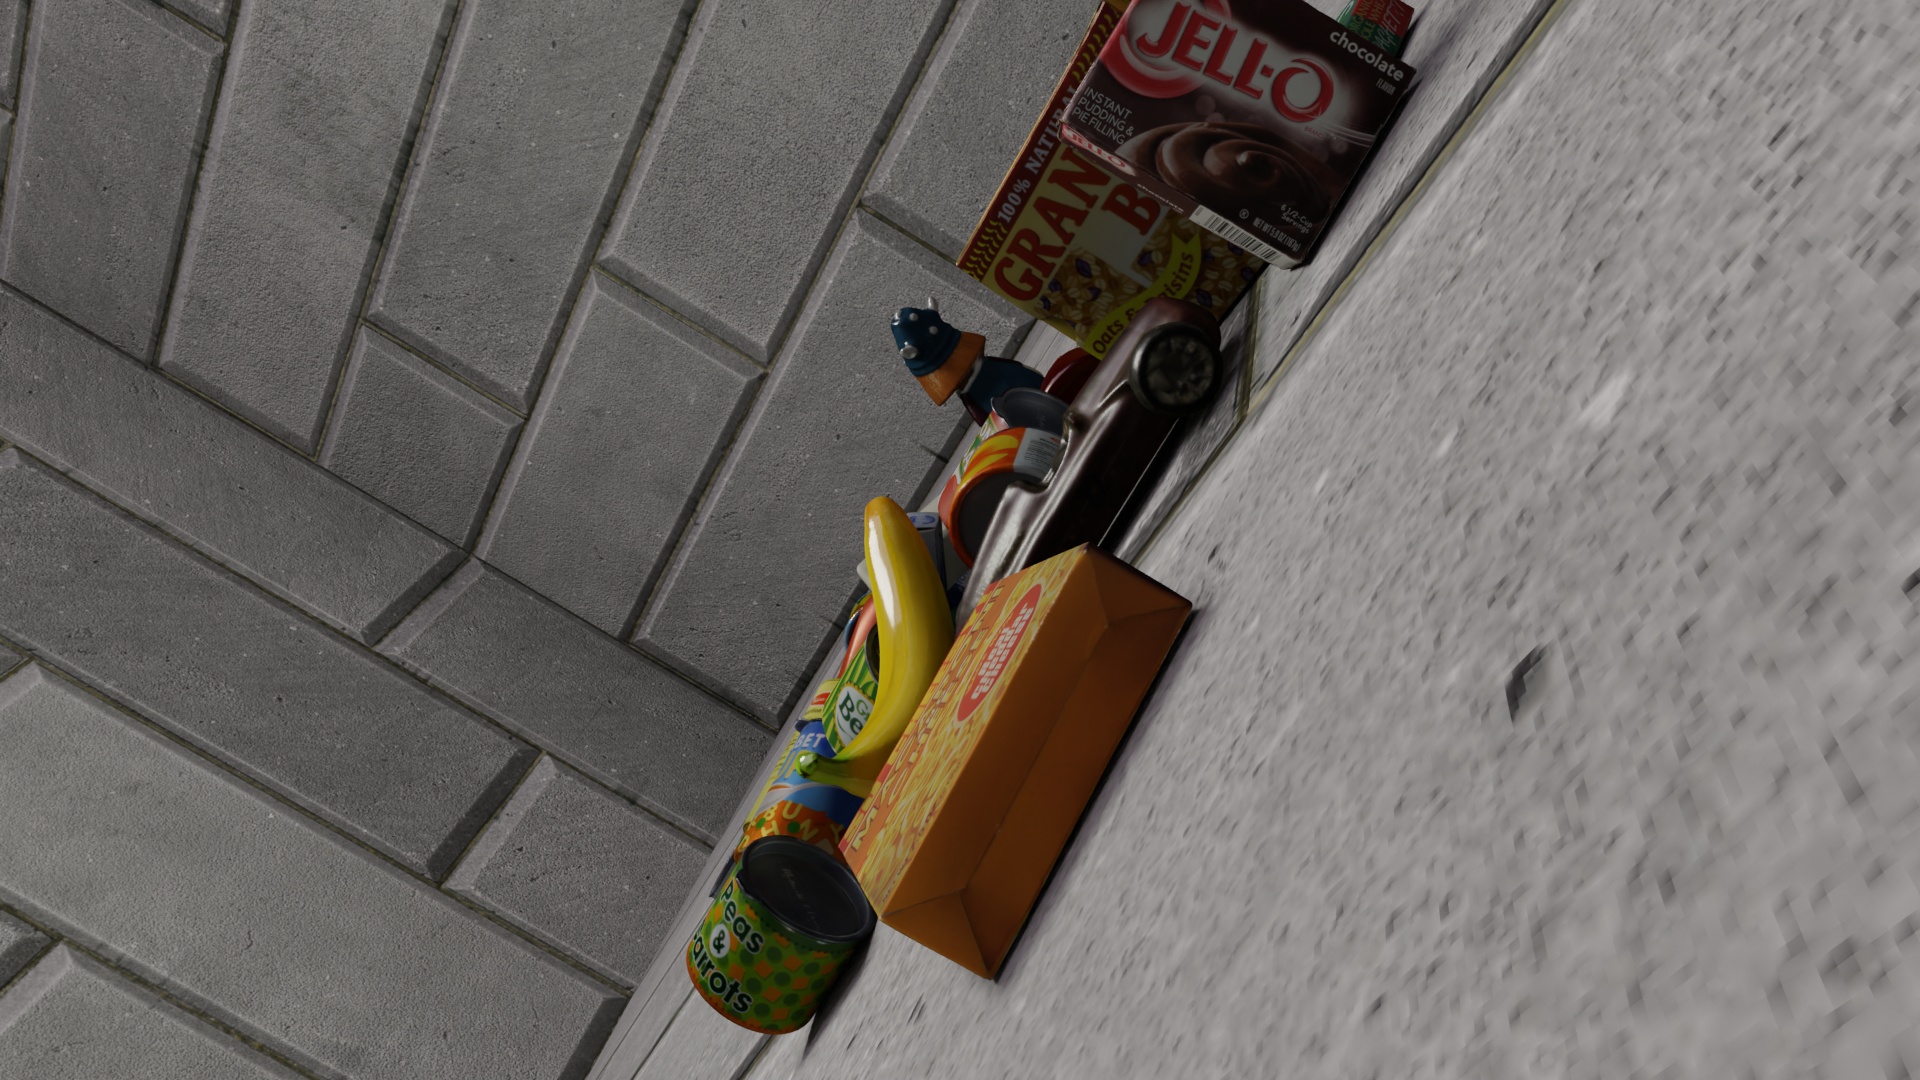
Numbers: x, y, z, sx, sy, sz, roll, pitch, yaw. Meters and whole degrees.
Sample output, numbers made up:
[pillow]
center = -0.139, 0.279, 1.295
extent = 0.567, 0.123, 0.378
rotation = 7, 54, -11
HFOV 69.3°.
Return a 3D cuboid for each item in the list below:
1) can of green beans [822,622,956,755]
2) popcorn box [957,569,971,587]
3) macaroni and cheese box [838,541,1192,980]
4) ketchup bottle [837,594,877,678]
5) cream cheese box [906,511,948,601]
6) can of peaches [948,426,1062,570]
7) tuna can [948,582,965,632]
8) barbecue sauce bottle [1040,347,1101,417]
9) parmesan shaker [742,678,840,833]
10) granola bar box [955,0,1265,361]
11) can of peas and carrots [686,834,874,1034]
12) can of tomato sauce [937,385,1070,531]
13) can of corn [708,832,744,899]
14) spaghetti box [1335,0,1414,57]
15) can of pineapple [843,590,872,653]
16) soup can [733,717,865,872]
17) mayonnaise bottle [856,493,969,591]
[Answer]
[can of green beans]
center = -0.029, 0.080, 0.696
extent = 0.057, 0.071, 0.071
rotation = -57, 4, 37
[popcorn box]
center = 0.009, 0.002, 1.015
extent = 0.127, 0.038, 0.085
rotation = -60, 3, -17
[macaroni and cheese box]
center = 0.010, 0.070, 0.473
extent = 0.124, 0.040, 0.166
rotation = -60, 4, -10
[ketchup bottle]
center = -0.063, 0.081, 1.068
extent = 0.065, 0.043, 0.148
rotation = -12, -58, -79
[cream cheese box]
center = -0.021, 0.037, 0.833
extent = 0.053, 0.024, 0.103
rotation = -79, -16, -78
[can of peaches]
center = 0.029, -0.015, 0.696
extent = 0.071, 0.071, 0.058
rotation = -57, 5, 23
[tuna can]
center = -0.014, 0.057, 0.924
extent = 0.071, 0.033, 0.071
rotation = -59, 4, 7
[barbecue sauce bottle]
center = 0.076, -0.098, 0.903
extent = 0.064, 0.043, 0.149
rotation = -53, 5, 13
[parmesan shaker]
center = -0.080, 0.144, 0.839
extent = 0.103, 0.071, 0.071
rotation = -62, 5, -31
[granola bar box]
center = 0.086, -0.159, 0.649
extent = 0.164, 0.124, 0.039
rotation = -55, 4, 49
[can of peas and carrots]
center = -0.082, 0.176, 0.619
extent = 0.058, 0.071, 0.071
rotation = -59, 4, 16
[can of tomato sauce]
center = 0.031, -0.038, 0.814
extent = 0.082, 0.071, 0.071
rotation = -57, 4, 35
[can of corn]
center = -0.116, 0.208, 0.881
extent = 0.071, 0.058, 0.071
rotation = -59, 4, 6
[spaghetti box]
center = 0.151, -0.185, 0.725
extent = 0.050, 0.029, 0.249
rotation = -62, 5, -26
[can of pineapple]
center = -0.060, 0.073, 1.128
extent = 0.071, 0.071, 0.058
rotation = -58, 5, 8
[soup can]
center = -0.077, 0.148, 0.750
extent = 0.084, 0.071, 0.071
rotation = -62, 5, -34
[mayonnaise bottle]
center = 0.003, -0.011, 0.895
extent = 0.148, 0.041, 0.065
rotation = -41, 29, -3
